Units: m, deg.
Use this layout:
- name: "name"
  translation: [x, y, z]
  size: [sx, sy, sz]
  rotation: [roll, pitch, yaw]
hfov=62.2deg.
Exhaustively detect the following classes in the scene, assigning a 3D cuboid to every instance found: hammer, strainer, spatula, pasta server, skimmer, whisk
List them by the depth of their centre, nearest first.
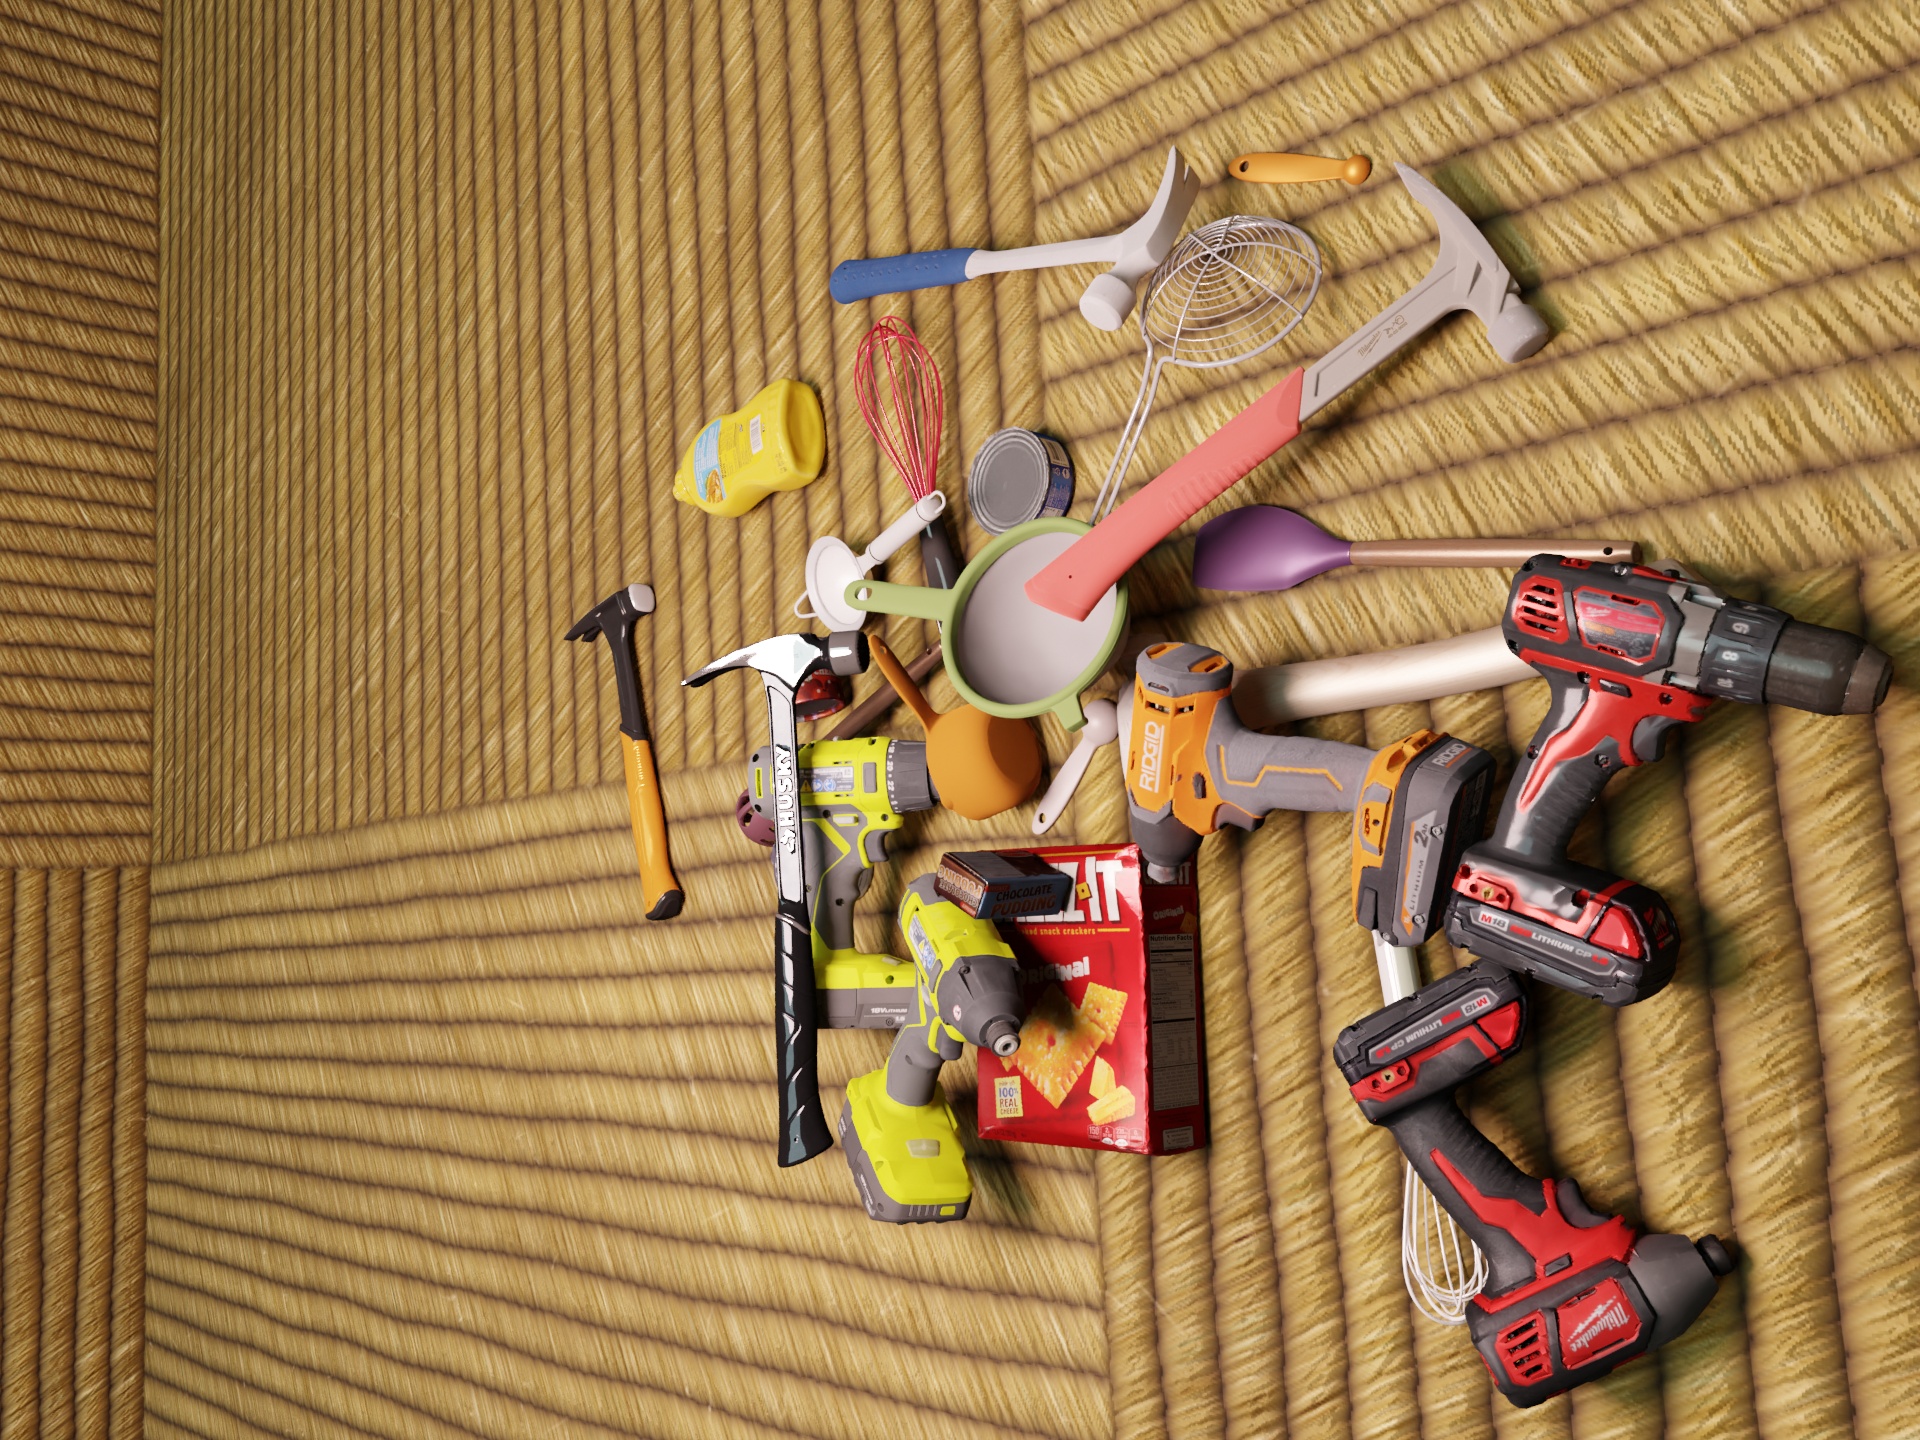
- name: "whisk"
  translation: [0.280, 0.237, 0.966]
  size: [0.057, 0.059, 0.246]
  rotation: [134, 133, -66]
- name: "hammer"
  translation: [0.268, -0.018, 1.004]
  size: [0.411, 0.038, 0.146]
  rotation: [-13, 80, 44]
- name: "spatula"
  translation: [0.275, -0.109, 1.016]
  size: [0.316, 0.018, 0.060]
  rotation: [7, 91, 46]
- name: "hammer"
  translation: [0.184, -0.191, 1.026]
  size: [0.359, 0.036, 0.149]
  rotation: [-37, 68, 18]
- name: "skimmer"
  translation: [0.141, -0.188, 1.149]
  size: [0.127, 0.090, 0.363]
  rotation: [50, 131, 40]
- name: "strainer"
  translation: [0.025, -0.072, 1.166]
  size: [0.256, 0.069, 0.151]
  rotation: [10, 77, 39]
- name: "hammer"
  translation: [-0.135, 0.137, 1.230]
  size: [0.149, 0.036, 0.409]
  rotation: [-4, 85, 13]
- name: "hammer"
  translation: [0.022, -0.360, 1.237]
  size: [0.406, 0.035, 0.144]
  rotation: [15, 68, 53]
- name: "whisk"
  translation: [-0.032, -0.195, 1.307]
  size: [0.073, 0.073, 0.296]
  rotation: [-22, 78, 42]
- name: "strainer"
  translation: [-0.069, -0.135, 1.310]
  size: [0.258, 0.050, 0.087]
  rotation: [-30, 82, 59]
- name: "pasta server"
  translation: [-0.106, 0.020, 1.371]
  size: [0.316, 0.040, 0.060]
  rotation: [-39, 61, 36]
- name: "hammer"
  translation: [-0.330, 0.038, 1.600]
  size: [0.127, 0.034, 0.337]
  rotation: [-27, 68, 40]

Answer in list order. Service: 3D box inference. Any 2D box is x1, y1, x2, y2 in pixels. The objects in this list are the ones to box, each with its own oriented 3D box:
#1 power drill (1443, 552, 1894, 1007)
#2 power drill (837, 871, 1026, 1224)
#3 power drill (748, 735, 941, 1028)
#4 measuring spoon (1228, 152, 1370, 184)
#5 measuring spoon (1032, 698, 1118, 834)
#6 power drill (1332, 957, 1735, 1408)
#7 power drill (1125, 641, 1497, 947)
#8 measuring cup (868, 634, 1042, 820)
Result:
- name: "power drill"
  translation: [0.367, 0.034, 0.849]
  size: [0.188, 0.080, 0.226]
  rotation: [20, 106, 35]
- name: "power drill"
  translation: [-0.016, 0.245, 1.141]
  size: [0.171, 0.080, 0.223]
  rotation: [-122, 43, -56]
- name: "power drill"
  translation: [-0.068, 0.125, 1.271]
  size: [0.190, 0.080, 0.228]
  rotation: [-3, 88, 11]
- name: "measuring spoon"
  translation: [0.228, -0.378, 1.087]
  size: [0.117, 0.011, 0.021]
  rotation: [21, 102, 44]
- name: "measuring spoon"
  translation: [0.081, 0.037, 1.198]
  size: [0.034, 0.018, 0.124]
  rotation: [47, 120, 36]
- name: "power drill"
  translation: [0.316, 0.251, 0.889]
  size: [0.143, 0.078, 0.220]
  rotation: [-30, 69, 9]
- name: "power drill"
  translation: [0.204, 0.057, 0.996]
  size: [0.227, 0.084, 0.164]
  rotation: [21, 120, 34]
- name: "measuring cup"
  translation: [-0.002, -0.004, 1.195]
  size: [0.052, 0.095, 0.173]
  rotation: [-21, 116, 37]
